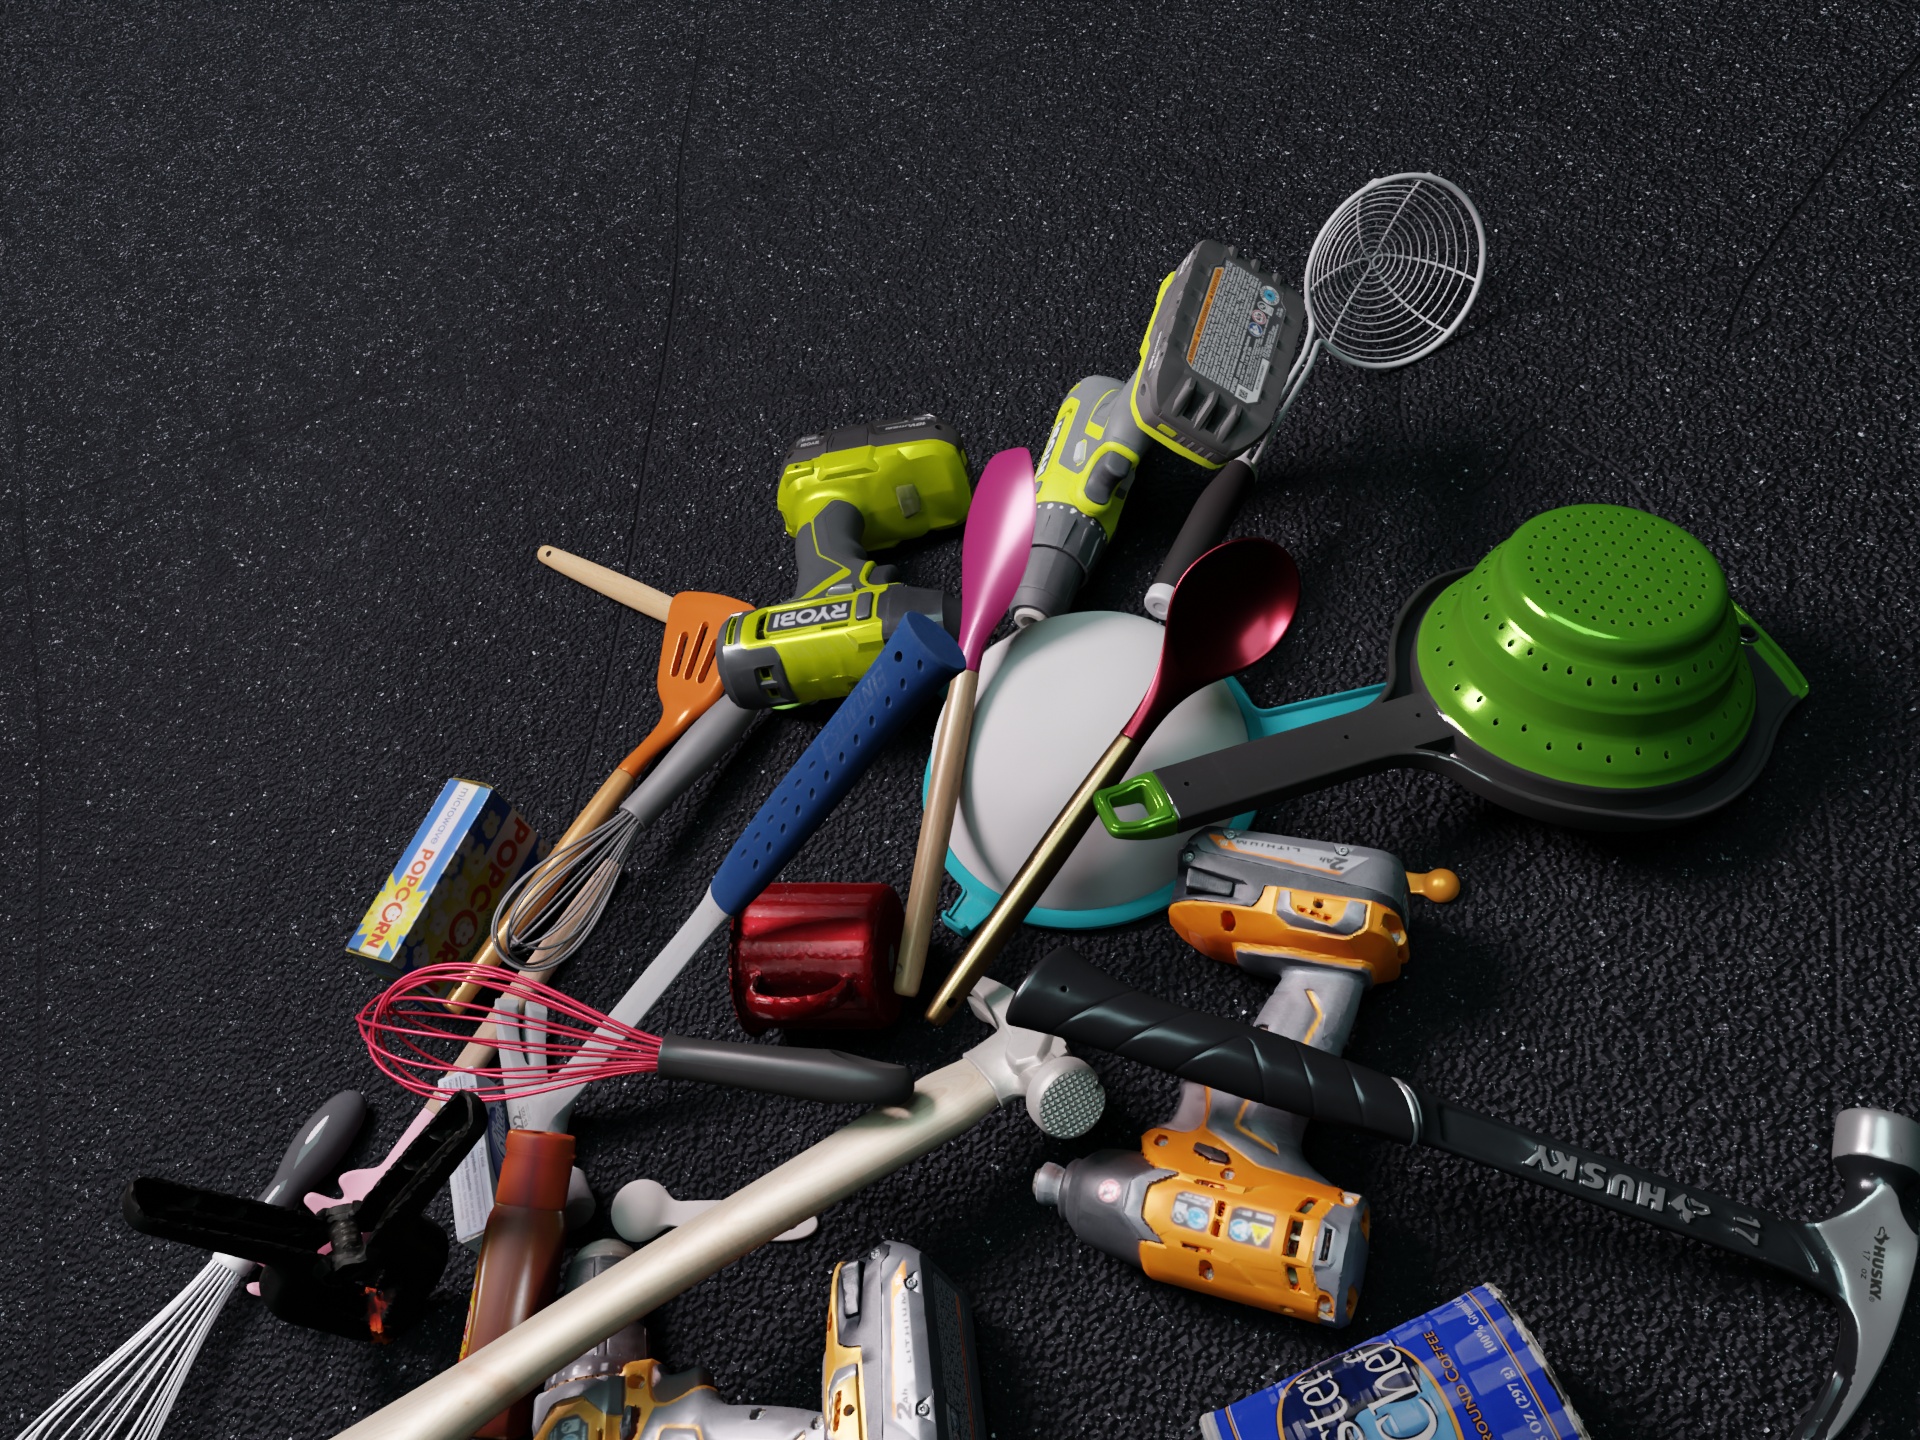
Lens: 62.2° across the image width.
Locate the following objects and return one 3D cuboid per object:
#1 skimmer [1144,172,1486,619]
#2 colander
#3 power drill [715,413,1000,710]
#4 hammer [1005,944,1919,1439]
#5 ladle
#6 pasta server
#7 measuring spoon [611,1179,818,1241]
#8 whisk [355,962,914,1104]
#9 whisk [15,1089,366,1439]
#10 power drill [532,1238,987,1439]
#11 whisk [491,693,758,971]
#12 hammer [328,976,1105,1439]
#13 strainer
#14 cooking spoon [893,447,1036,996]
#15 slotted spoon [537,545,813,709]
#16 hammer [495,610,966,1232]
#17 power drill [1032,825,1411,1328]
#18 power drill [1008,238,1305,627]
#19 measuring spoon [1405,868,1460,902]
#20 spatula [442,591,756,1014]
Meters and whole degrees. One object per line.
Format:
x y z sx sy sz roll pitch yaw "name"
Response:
0.223 -0.199 0.988 0.090 0.127 0.363 -1 47 46 "skimmer"
0.258 -0.026 0.827 0.397 0.094 0.205 -16 48 -10 "colander"
-0.056 -0.103 1.032 0.171 0.080 0.223 -8 41 11 "power drill"
0.218 0.189 0.718 0.409 0.036 0.149 17 66 8 "hammer"
0.078 0.033 0.853 0.315 0.069 0.031 -54 16 -6 "ladle"
-0.304 0.210 0.958 0.060 0.040 0.316 15 62 36 "pasta server"
-0.137 0.269 0.870 0.124 0.018 0.034 -1 56 18 "measuring spoon"
-0.168 0.168 0.806 0.296 0.073 0.073 5 58 10 "whisk"
-0.435 0.336 0.910 0.070 0.070 0.285 17 58 28 "whisk"
-0.108 0.326 0.784 0.226 0.084 0.186 -20 45 11 "power drill"
-0.202 0.063 1.000 0.055 0.055 0.239 24 60 31 "whisk"
-0.131 0.257 0.786 0.410 0.038 0.146 -29 21 -14 "hammer"
0.129 -0.004 0.918 0.340 0.095 0.211 -13 53 12 "strainer"
-0.001 -0.003 0.902 0.069 0.017 0.319 -1 77 55 "cooking spoon"
-0.197 -0.076 1.126 0.314 0.031 0.070 23 78 33 "slotted spoon"
-0.135 0.098 0.855 0.405 0.035 0.144 -50 48 23 "hammer"
0.136 0.172 0.805 0.164 0.084 0.227 7 63 23 "power drill"
0.106 -0.168 0.982 0.080 0.228 0.191 27 61 -13 "power drill"
0.215 0.085 0.878 0.117 0.011 0.021 4 58 22 "measuring spoon"
-0.237 0.049 1.036 0.081 0.041 0.323 14 59 34 "spatula"
